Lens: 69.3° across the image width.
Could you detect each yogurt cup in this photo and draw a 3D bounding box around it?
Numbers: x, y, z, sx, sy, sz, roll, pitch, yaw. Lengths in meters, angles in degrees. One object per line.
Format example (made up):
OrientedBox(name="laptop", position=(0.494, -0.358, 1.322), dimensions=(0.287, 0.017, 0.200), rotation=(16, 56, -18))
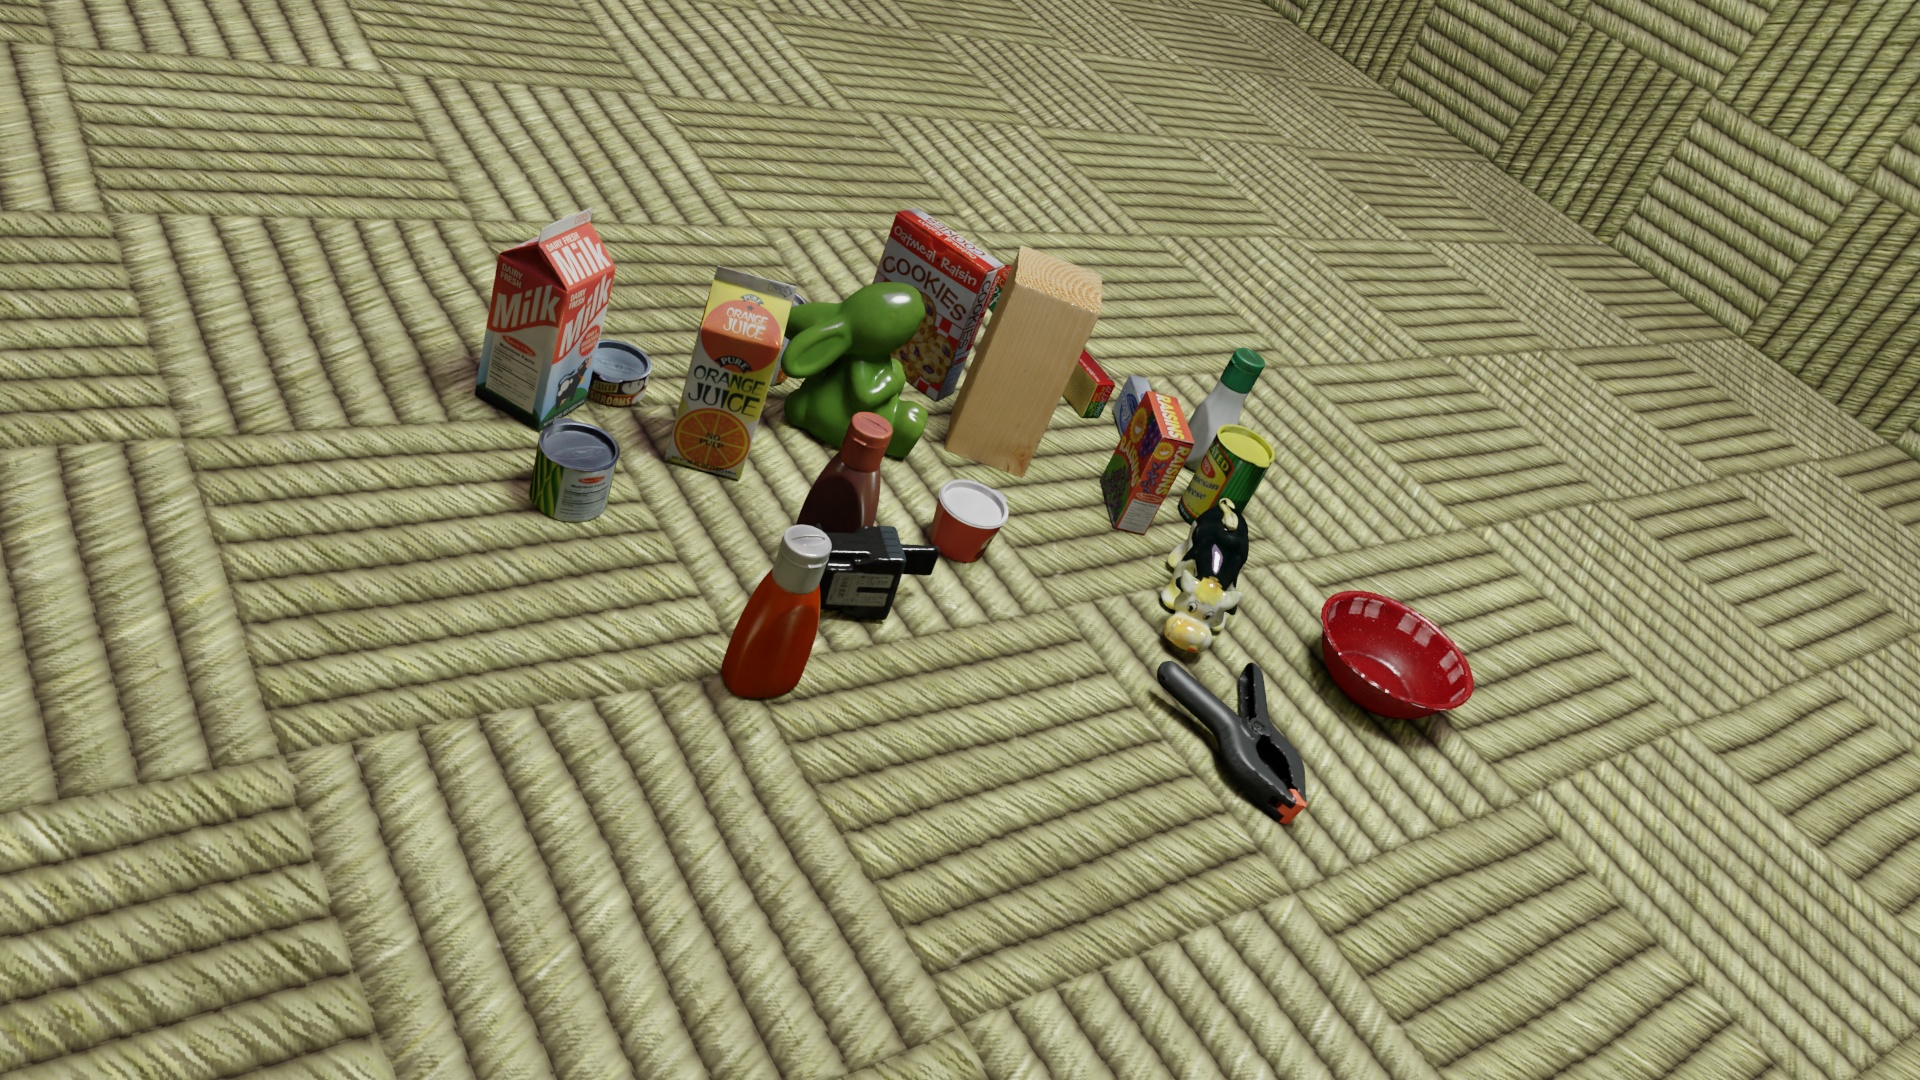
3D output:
OrientedBox(name="yogurt cup", position=(0.005, -0.016, 1.304), dimensions=(0.072, 0.053, 0.073), rotation=(16, 36, -12))

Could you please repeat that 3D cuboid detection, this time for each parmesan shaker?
OrientedBox(name="parmesan shaker", position=(0.283, -0.062, 1.478), dimensions=(0.071, 0.102, 0.072), rotation=(16, 36, -12))

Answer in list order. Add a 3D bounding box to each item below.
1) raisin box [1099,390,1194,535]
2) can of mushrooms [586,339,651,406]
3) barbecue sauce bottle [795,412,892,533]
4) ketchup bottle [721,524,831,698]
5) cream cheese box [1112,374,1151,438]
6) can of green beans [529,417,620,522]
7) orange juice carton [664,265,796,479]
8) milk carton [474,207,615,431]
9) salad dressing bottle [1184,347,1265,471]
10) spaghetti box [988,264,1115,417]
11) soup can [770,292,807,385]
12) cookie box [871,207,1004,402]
OrientedBox(name="raisin box", position=(0.191, -0.080, 1.432), dimensions=(0.040, 0.122, 0.086), rotation=(13, 37, -16))
OrientedBox(name="can of mushrooms", position=(-0.328, -0.157, 1.313), dimensions=(0.071, 0.033, 0.071), rotation=(16, 36, -12))
OrientedBox(name="barbecue sauce bottle", position=(-0.098, -0.042, 1.197), dimensions=(0.065, 0.147, 0.044), rotation=(30, 36, 8))
OrientedBox(name="ketchup bottle", position=(-0.134, 0.055, 1.052), dimensions=(0.065, 0.148, 0.044), rotation=(-5, 45, -35))
OrientedBox(name="cream cheese box", position=(0.201, -0.137, 1.571), dimensions=(0.024, 0.053, 0.104), rotation=(12, 37, -17))
OrientedBox(name="can of green beans", position=(-0.325, -0.058, 1.166), dimensions=(0.071, 0.057, 0.071), rotation=(16, 36, -12))
OrientedBox(name="orange juice carton", position=(-0.205, -0.155, 1.244), dimensions=(0.072, 0.191, 0.073), rotation=(15, 36, -13))
OrientedBox(name="milk carton", position=(-0.360, -0.199, 1.214), dimensions=(0.073, 0.189, 0.073), rotation=(29, 36, 8))
OrientedBox(name="salad dressing bottle", position=(0.291, -0.145, 1.552), dimensions=(0.044, 0.146, 0.064), rotation=(9, 38, -20))
OrientedBox(name="spaghetti box", position=(0.100, -0.240, 1.648), dimensions=(0.029, 0.050, 0.251), rotation=(-5, 45, -34))
OrientedBox(name="soup can", position=(-0.196, -0.211, 1.414), dimensions=(0.071, 0.083, 0.072), rotation=(16, 36, -12))
OrientedBox(name="cookie box", position=(-0.037, -0.251, 1.485), dimensions=(0.123, 0.166, 0.040), rotation=(36, 37, 17))
